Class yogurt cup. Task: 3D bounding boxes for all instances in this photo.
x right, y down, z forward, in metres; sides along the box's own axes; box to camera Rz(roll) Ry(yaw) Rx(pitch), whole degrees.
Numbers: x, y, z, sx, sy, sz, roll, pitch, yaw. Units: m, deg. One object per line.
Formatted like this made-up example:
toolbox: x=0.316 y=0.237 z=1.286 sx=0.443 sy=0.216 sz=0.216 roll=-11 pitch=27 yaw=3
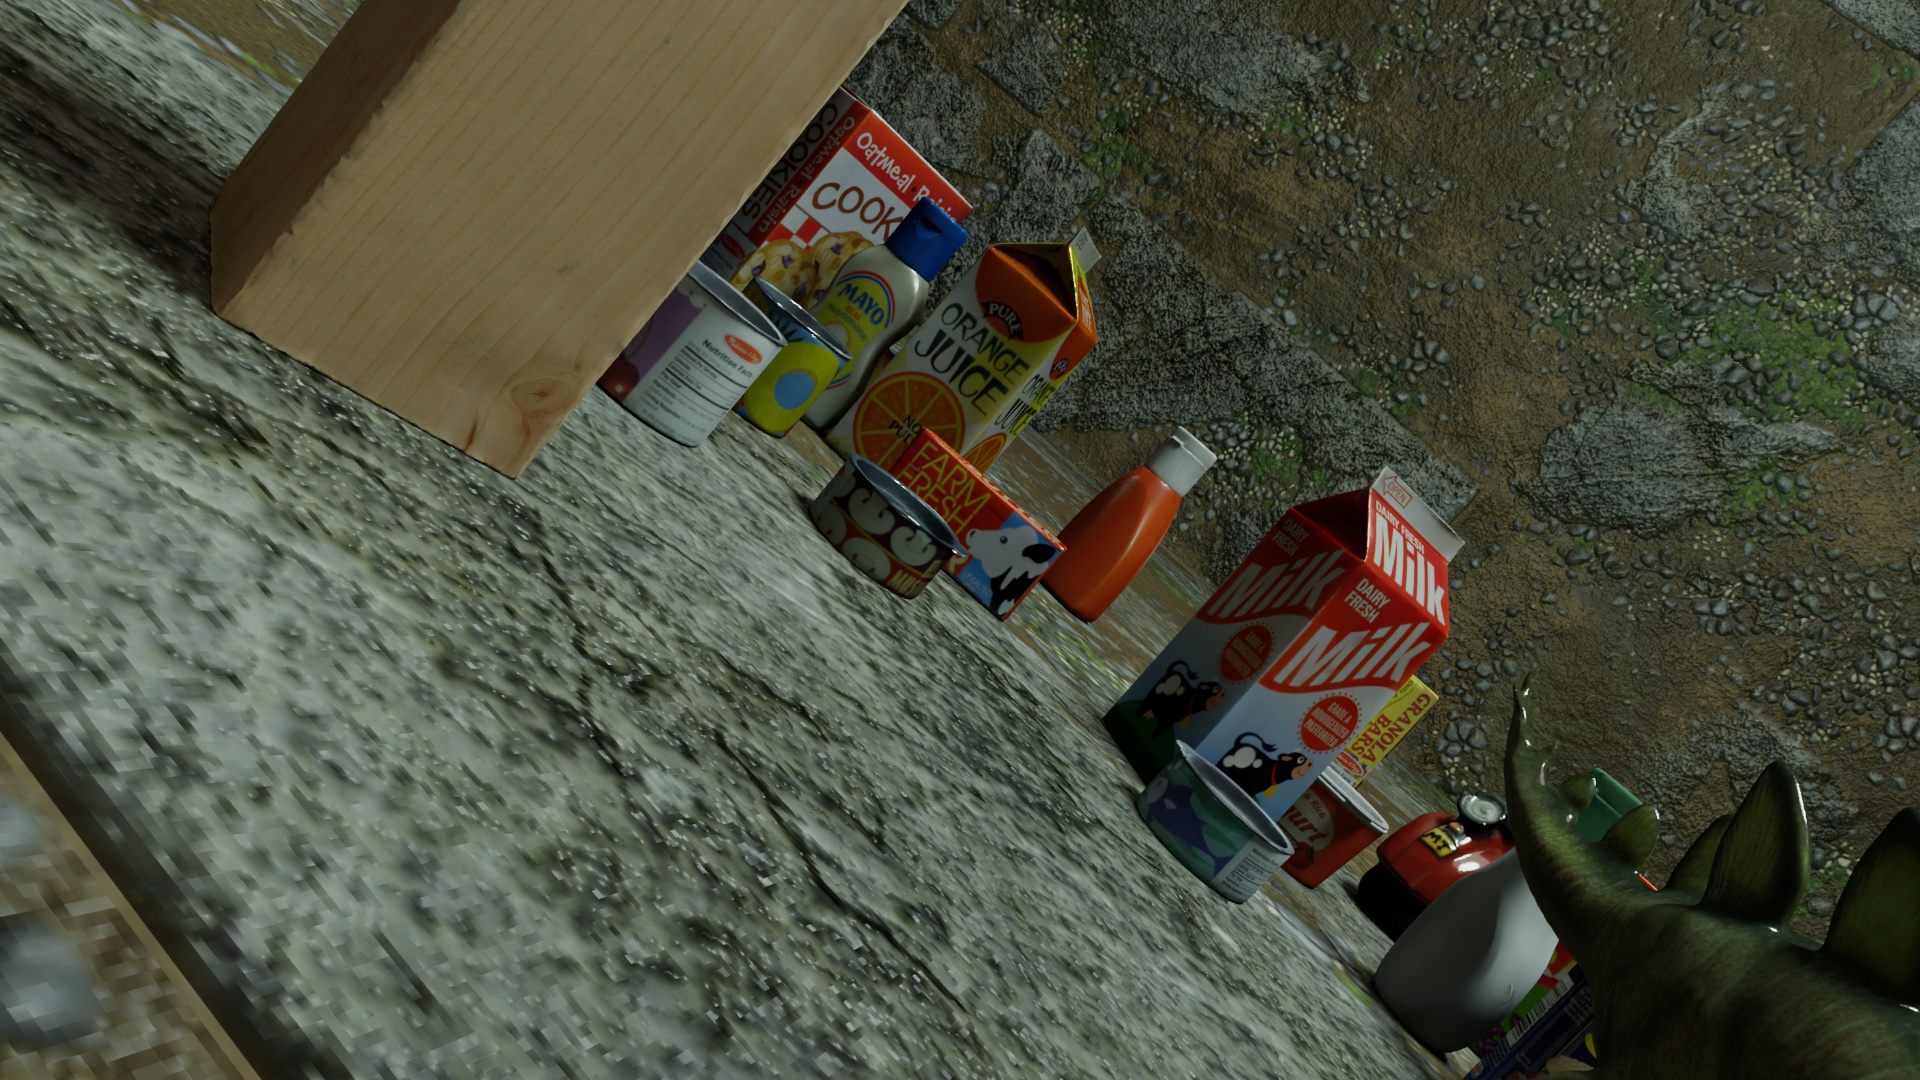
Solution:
yogurt cup: x=0.193 y=0.154 z=0.768 sx=0.072 sy=0.054 sz=0.072 roll=40 pitch=8 yaw=-6

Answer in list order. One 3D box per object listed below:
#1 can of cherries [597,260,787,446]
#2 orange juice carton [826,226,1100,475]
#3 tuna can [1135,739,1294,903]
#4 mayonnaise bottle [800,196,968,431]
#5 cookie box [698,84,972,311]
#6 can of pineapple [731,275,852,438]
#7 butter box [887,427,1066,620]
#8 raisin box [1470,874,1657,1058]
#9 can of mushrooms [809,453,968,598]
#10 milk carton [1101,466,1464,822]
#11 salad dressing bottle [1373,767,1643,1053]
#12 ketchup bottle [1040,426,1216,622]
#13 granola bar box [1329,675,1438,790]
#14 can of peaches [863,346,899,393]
can of cherries: x=-0.116 y=-0.082 z=0.573 sx=0.071 sy=0.058 sz=0.071 roll=40 pitch=8 yaw=-6
orange juice carton: x=0.016 y=-0.105 z=0.832 sx=0.073 sy=0.192 sz=0.072 roll=43 pitch=8 yaw=13
tuna can: x=0.111 y=0.124 z=0.616 sx=0.071 sy=0.033 sz=0.071 roll=40 pitch=8 yaw=-6
mayonnaise bottle: x=-0.057 y=-0.138 z=0.832 sx=0.065 sy=0.148 sz=0.041 roll=42 pitch=7 yaw=5
cookie box: x=-0.085 y=-0.185 z=0.878 sx=0.040 sy=0.167 sz=0.123 roll=46 pitch=9 yaw=33
can of pineapple: x=-0.101 y=-0.096 z=0.724 sx=0.071 sy=0.058 sz=0.071 roll=40 pitch=8 yaw=-6
butter box: x=0.003 y=-0.010 z=0.759 sx=0.103 sy=0.053 sz=0.024 roll=42 pitch=7 yaw=4
raisin box: x=0.321 y=0.231 z=0.702 sx=0.086 sy=0.123 sz=0.040 roll=46 pitch=9 yaw=31
can of mushrooms: x=-0.033 y=-0.005 z=0.637 sx=0.071 sy=0.033 sz=0.071 roll=40 pitch=8 yaw=-6
milk carton: x=0.167 y=0.054 z=0.692 sx=0.072 sy=0.190 sz=0.074 roll=37 pitch=8 yaw=-27
salad dressing bottle: x=0.259 y=0.171 z=0.648 sx=0.044 sy=0.147 sz=0.064 roll=39 pitch=8 yaw=-15
ketchup bottle: x=0.119 y=-0.015 z=0.988 sx=0.043 sy=0.148 sz=0.065 roll=33 pitch=11 yaw=-46
granola bar box: x=0.253 y=0.118 z=0.985 sx=0.039 sy=0.124 sz=0.166 roll=39 pitch=8 yaw=-13
can of peaches: x=-0.045 y=-0.095 z=0.978 sx=0.071 sy=0.058 sz=0.071 roll=40 pitch=8 yaw=-6
